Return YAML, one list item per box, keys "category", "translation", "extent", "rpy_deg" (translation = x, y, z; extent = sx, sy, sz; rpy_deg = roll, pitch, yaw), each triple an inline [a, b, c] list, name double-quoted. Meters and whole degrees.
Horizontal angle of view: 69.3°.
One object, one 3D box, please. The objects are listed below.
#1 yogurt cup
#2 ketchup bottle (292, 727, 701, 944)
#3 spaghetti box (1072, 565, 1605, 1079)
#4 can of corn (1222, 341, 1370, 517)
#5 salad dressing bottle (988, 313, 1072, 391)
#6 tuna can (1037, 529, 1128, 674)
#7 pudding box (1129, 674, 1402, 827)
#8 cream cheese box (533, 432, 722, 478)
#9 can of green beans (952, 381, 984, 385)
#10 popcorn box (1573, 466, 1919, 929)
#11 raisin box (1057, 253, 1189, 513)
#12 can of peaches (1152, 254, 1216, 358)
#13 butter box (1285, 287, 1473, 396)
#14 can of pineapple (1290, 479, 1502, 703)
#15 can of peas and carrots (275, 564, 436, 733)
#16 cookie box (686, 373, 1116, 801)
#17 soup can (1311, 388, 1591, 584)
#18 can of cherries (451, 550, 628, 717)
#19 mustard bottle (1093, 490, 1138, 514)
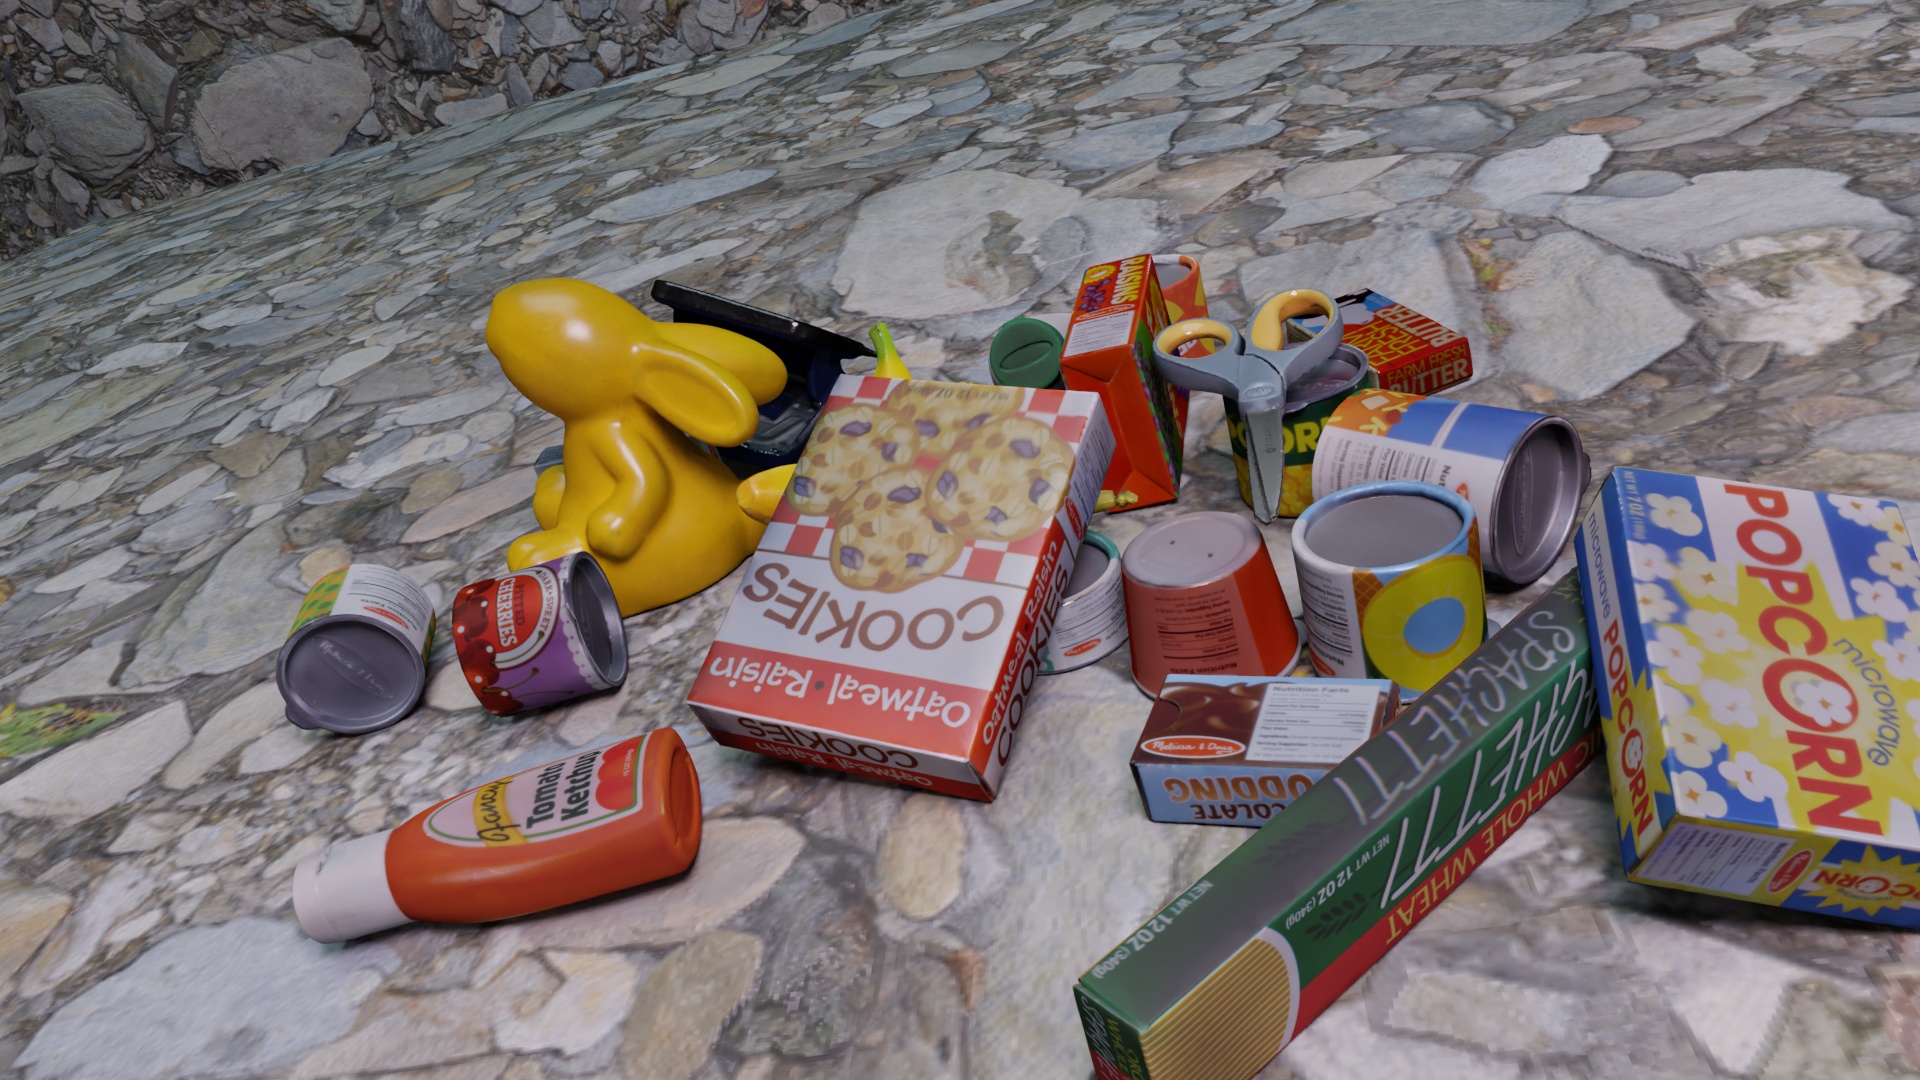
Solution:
- category: "yogurt cup"
  translation: [0.095, 0.025, 0.541]
  extent: [0.072, 0.053, 0.073]
  rpy_deg: [-14, 28, 8]
- category: "ketchup bottle"
  translation: [-0.176, 0.118, 0.532]
  extent: [0.149, 0.043, 0.065]
  rpy_deg: [-16, 28, 2]
- category: "spaghetti box"
  translation: [0.138, 0.081, 0.420]
  extent: [0.251, 0.050, 0.029]
  rpy_deg: [-31, 33, -25]
- category: "can of corn"
  translation: [0.156, -0.050, 0.636]
  extent: [0.071, 0.058, 0.071]
  rpy_deg: [-13, 28, 7]
- category: "salad dressing bottle"
  translation: [0.042, -0.097, 0.741]
  extent: [0.064, 0.044, 0.148]
  rpy_deg: [-23, 3, 11]
- category: "tuna can"
  translation: [0.038, 0.024, 0.595]
  extent: [0.071, 0.032, 0.071]
  rpy_deg: [-13, 29, 7]
- category: "pudding box"
  translation: [0.106, 0.071, 0.476]
  extent: [0.083, 0.030, 0.050]
  rpy_deg: [-2, 33, 26]
- category: "cream cheese box"
  translation: [-0.188, -0.036, 0.804]
  extent: [0.104, 0.053, 0.024]
  rpy_deg: [-11, 30, 12]
- category: "can of green beans"
  translation: [0.000, -0.038, 0.692]
  extent: [0.071, 0.071, 0.058]
  rpy_deg: [-9, 29, 15]
- category: "popcorn box"
  translation: [0.231, 0.040, 0.397]
  extent: [0.085, 0.038, 0.127]
  rpy_deg: [9, 50, 5]
- category: "raisin box"
  translation: [0.085, -0.082, 0.703]
  extent: [0.040, 0.085, 0.124]
  rpy_deg: [-12, 28, 19]
- category: "can of peaches"
  translation: [0.110, -0.124, 0.795]
  extent: [0.071, 0.057, 0.071]
  rpy_deg: [-13, 28, 7]
- category: "butter box"
  translation: [0.218, -0.102, 0.733]
  extent: [0.053, 0.024, 0.104]
  rpy_deg: [-21, 28, -6]
- category: "can of pineapple"
  translation: [0.161, 0.017, 0.514]
  extent: [0.071, 0.057, 0.071]
  rpy_deg: [-13, 28, 7]
- category: "can of peas and carrots"
  translation: [-0.300, 0.054, 0.691]
  extent: [0.071, 0.070, 0.059]
  rpy_deg: [-19, 28, -5]
- category: "cookie box"
  translation: [-0.020, 0.013, 0.562]
  extent: [0.123, 0.040, 0.168]
  rpy_deg: [7, 59, 25]
- category: "soup can"
  translation: [0.197, -0.025, 0.562]
  extent: [0.071, 0.071, 0.084]
  rpy_deg: [-34, 32, -29]
- category: "can of cherries"
  translation: [-0.196, 0.043, 0.648]
  extent: [0.058, 0.071, 0.072]
  rpy_deg: [-16, 28, 3]
- category: "mustard bottle"
  translation: [0.002, -0.008, 0.643]
  extent: [0.160, 0.065, 0.049]
  rpy_deg: [-8, 43, 6]
